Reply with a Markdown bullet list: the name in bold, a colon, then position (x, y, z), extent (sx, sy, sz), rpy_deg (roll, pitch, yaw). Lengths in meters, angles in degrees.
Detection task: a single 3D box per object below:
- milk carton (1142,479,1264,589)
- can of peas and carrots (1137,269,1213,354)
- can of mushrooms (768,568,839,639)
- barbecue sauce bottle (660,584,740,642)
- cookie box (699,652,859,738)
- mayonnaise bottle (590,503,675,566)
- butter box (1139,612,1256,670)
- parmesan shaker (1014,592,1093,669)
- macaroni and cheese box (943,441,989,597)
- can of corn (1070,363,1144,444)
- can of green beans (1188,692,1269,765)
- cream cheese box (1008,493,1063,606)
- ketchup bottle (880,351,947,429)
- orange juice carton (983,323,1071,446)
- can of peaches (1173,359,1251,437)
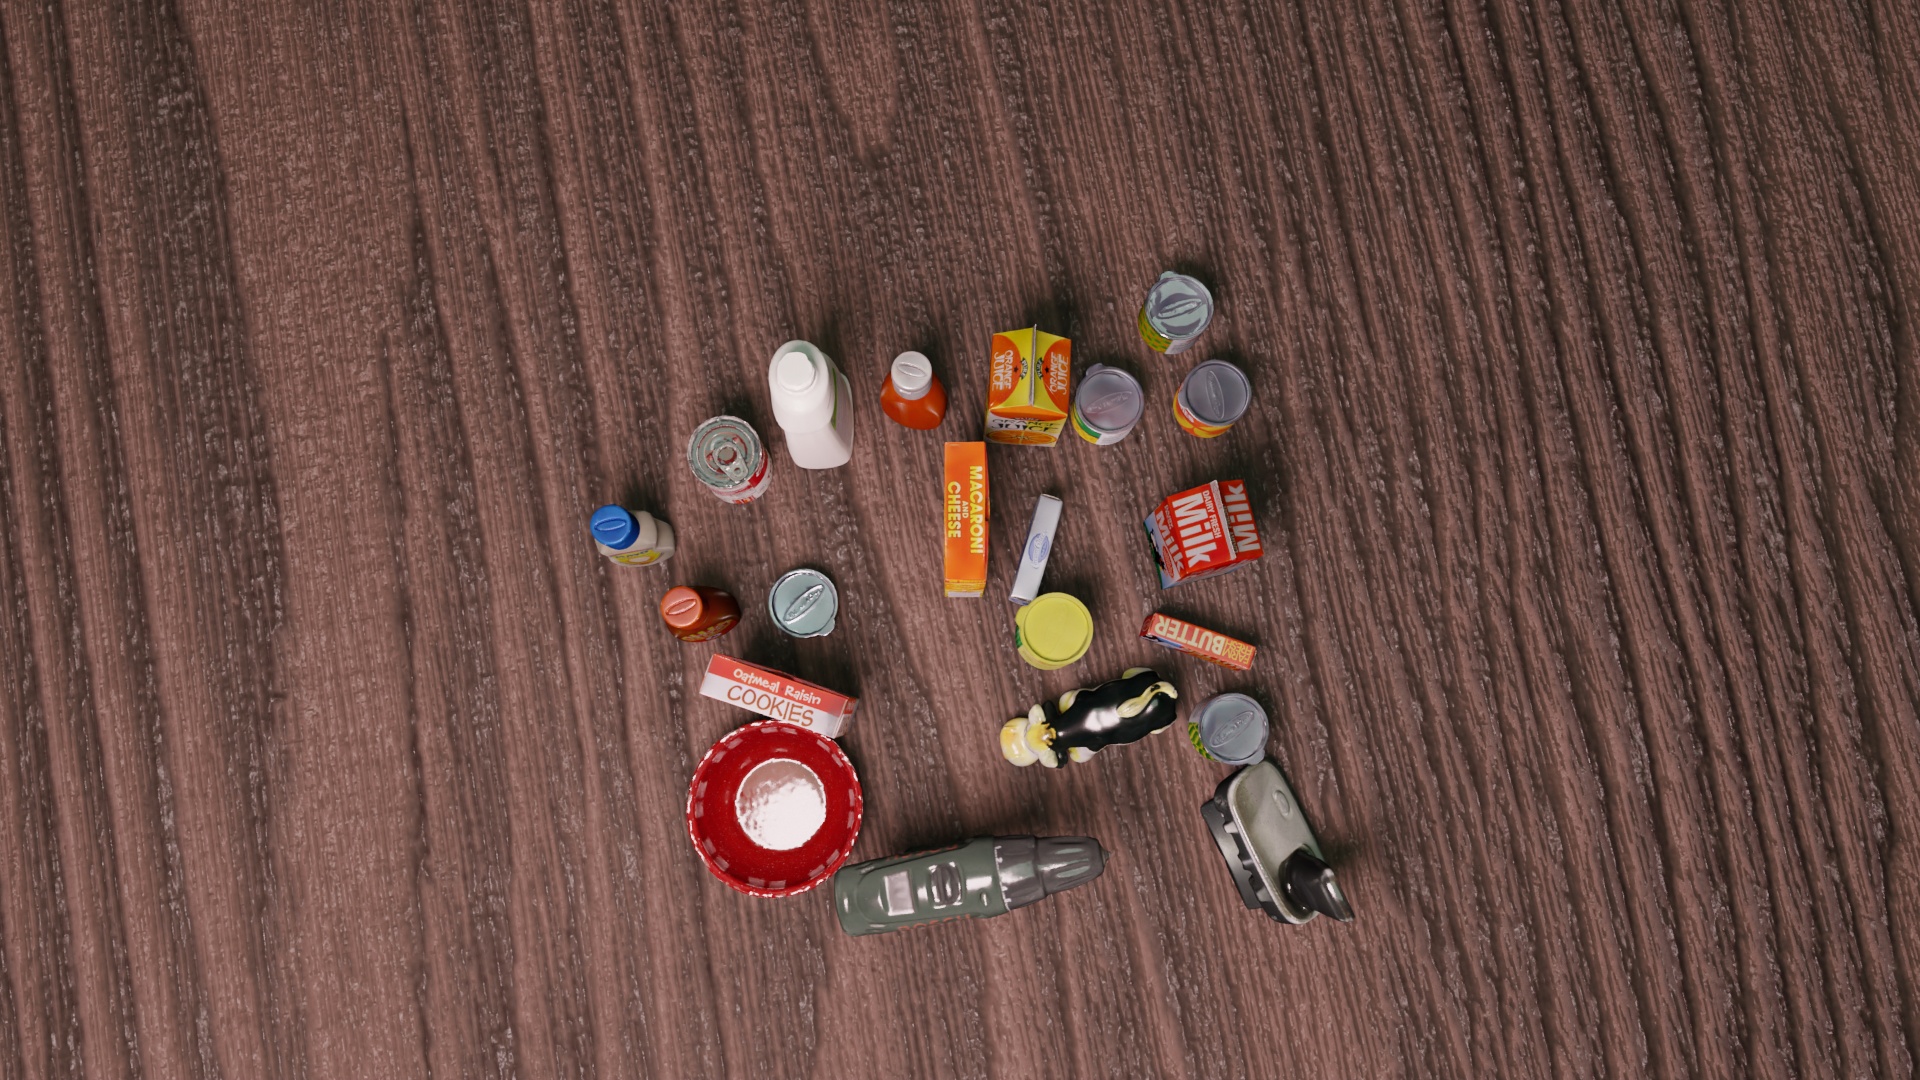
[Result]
- **milk carton**: position (0.223, -0.006, 1.269), extent (0.073, 0.190, 0.072), rpy_deg (-14, 83, -3)
- **can of peas and carrots**: position (0.209, -0.224, 1.365), extent (0.071, 0.058, 0.071), rpy_deg (0, 82, -1)
- **can of mushrooms**: position (-0.148, 0.063, 1.332), extent (0.071, 0.033, 0.071), rpy_deg (0, 82, -1)
- **barbecue sauce bottle**: position (-0.242, 0.066, 1.271), extent (0.065, 0.148, 0.043), rpy_deg (-22, 84, -4)
- **cookie box**: position (-0.159, 0.140, 1.253), extent (0.123, 0.167, 0.040), rpy_deg (18, 83, 1)
- **mayonnaise bottle**: position (-0.306, -0.004, 1.280), extent (0.065, 0.148, 0.041), rpy_deg (-11, 83, -2)
- **butter box**: position (0.226, 0.097, 1.324), extent (0.103, 0.053, 0.024), rpy_deg (19, 83, 2)
- **parmesan shaker**: position (0.083, 0.085, 1.298), extent (0.071, 0.103, 0.071), rpy_deg (0, 83, -1)
- **macaroni and cheese box**: position (0.005, -0.016, 1.278), extent (0.040, 0.166, 0.124), rpy_deg (0, 83, -1)
- **can of corn**: position (0.141, -0.132, 1.351), extent (0.071, 0.058, 0.071), rpy_deg (0, 82, -1)
- **can of green beans**: position (0.252, 0.178, 1.311), extent (0.071, 0.057, 0.071), rpy_deg (0, 82, -1)
- **cream cheese box**: position (0.072, 0.011, 1.333), extent (0.024, 0.053, 0.104), rpy_deg (16, 82, 1)
- **ketchup bottle**: position (-0.044, -0.141, 1.303), extent (0.065, 0.148, 0.043), rpy_deg (17, 83, 1)
- **orange juice carton**: position (0.061, -0.140, 1.283), extent (0.073, 0.192, 0.072), rpy_deg (4, 83, 0)
- **can of peaches**: position (0.242, -0.137, 1.354), extent (0.071, 0.058, 0.071), rpy_deg (0, 82, -1)
